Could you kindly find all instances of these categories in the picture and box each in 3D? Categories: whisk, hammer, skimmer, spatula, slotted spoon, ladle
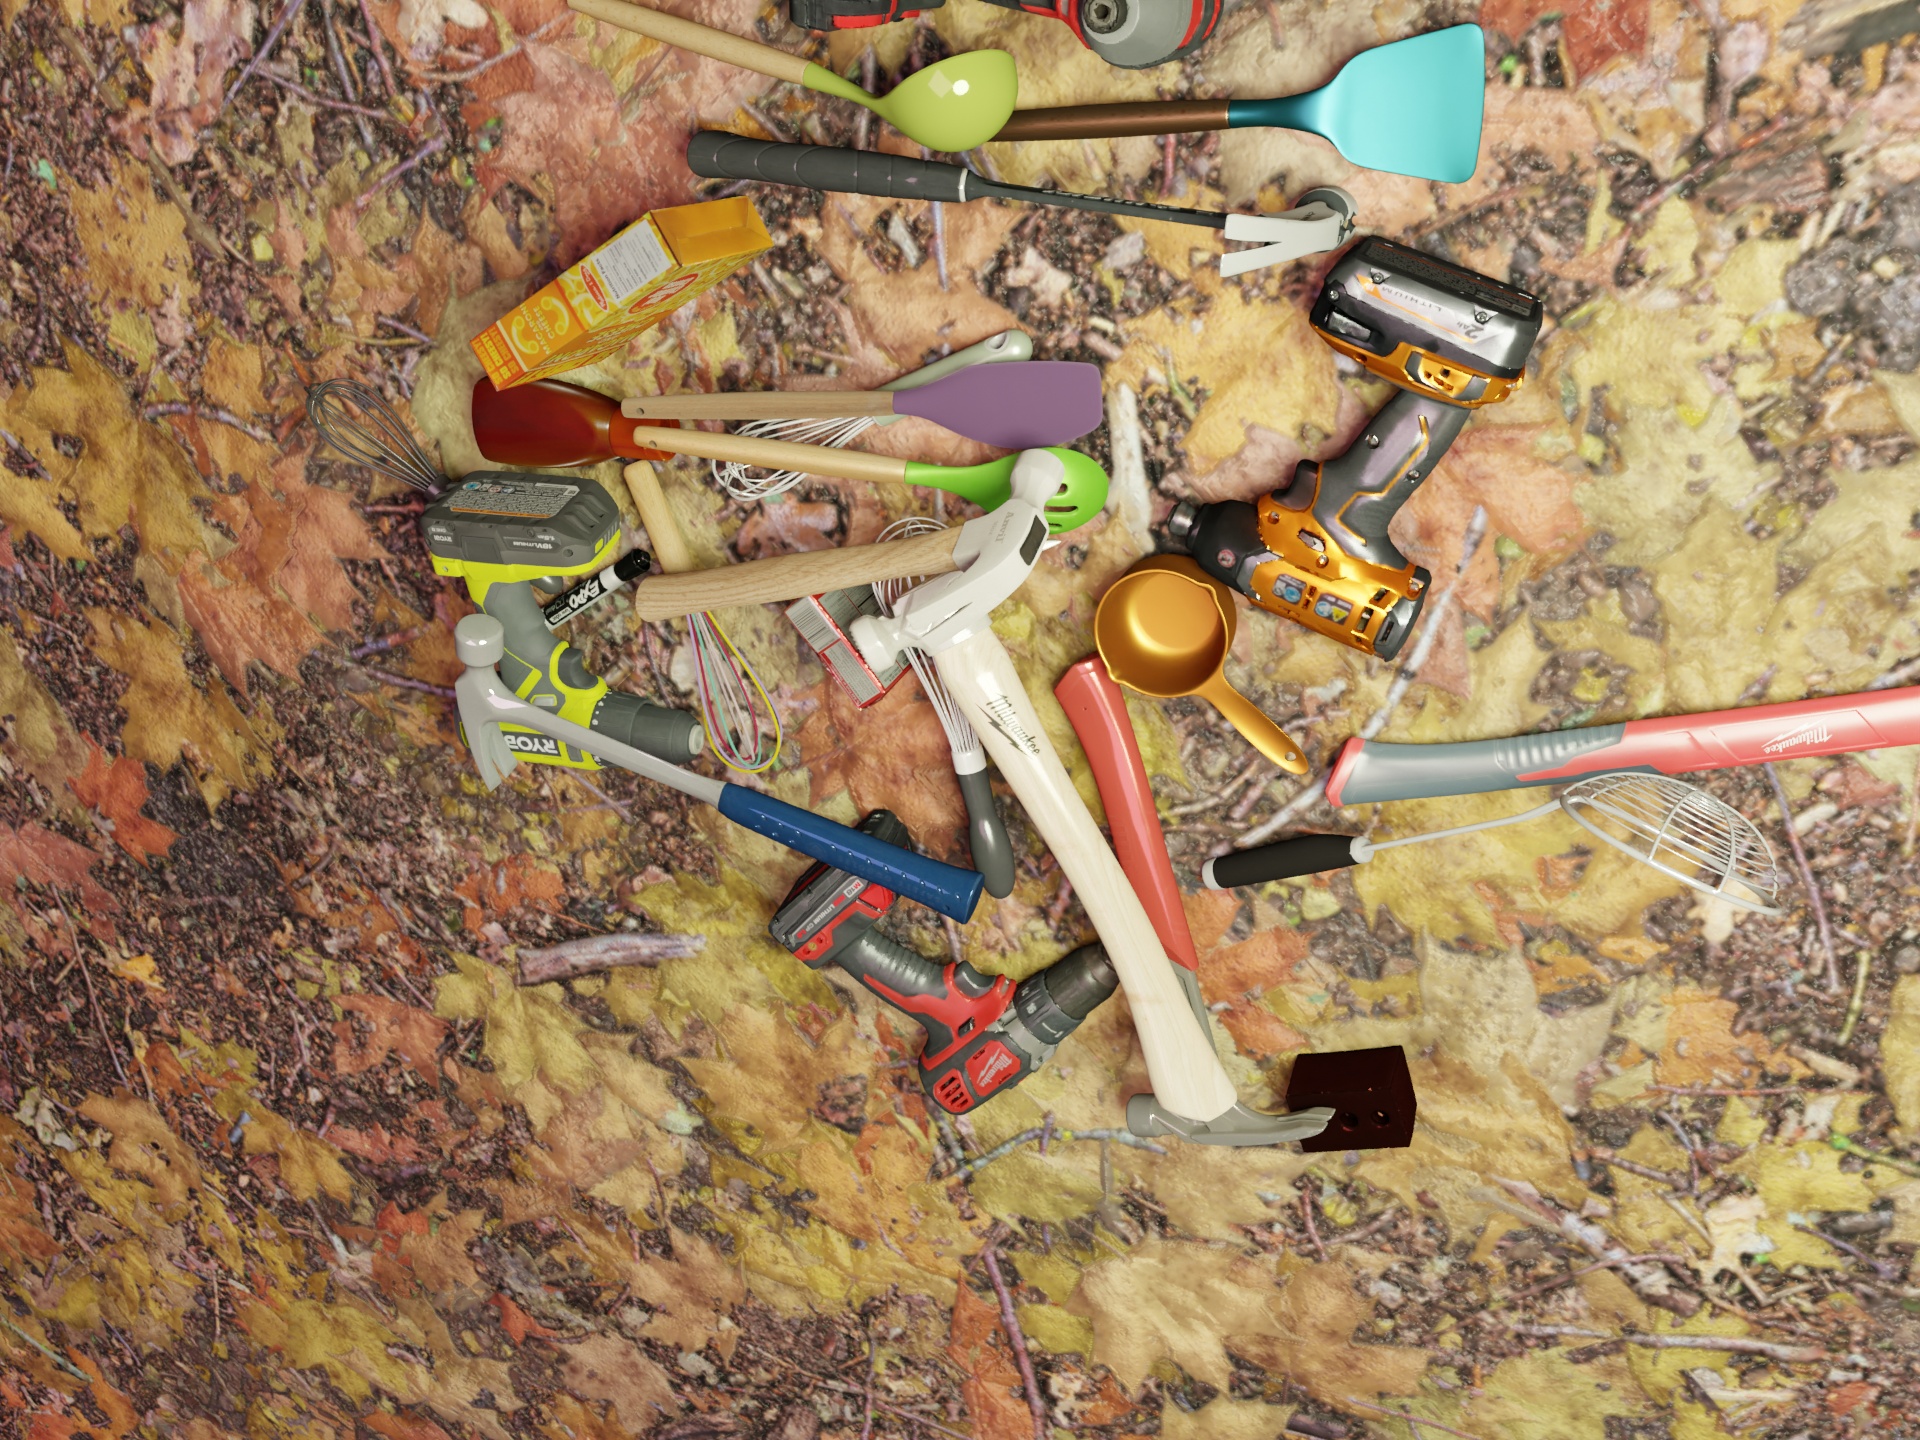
[{"bbox_3d":[-0.061,-0.202,1.054,0.246,0.058,0.059,-19,140,25],"label":"whisk"},{"bbox_3d":[0.420,0.030,0.970,0.386,0.038,0.143,-9,112,25],"label":"hammer"},{"bbox_3d":[-0.090,-0.095,1.035,0.331,0.130,0.031,-5,140,36],"label":"hammer"},{"bbox_3d":[-0.176,0.054,1.119,0.405,0.035,0.144,22,132,11],"label":"hammer"},{"bbox_3d":[0.015,-0.310,0.933,0.409,0.149,0.036,15,118,23],"label":"hammer"},{"bbox_3d":[0.306,0.099,0.985,0.363,0.127,0.090,-16,73,42],"label":"skimmer"},{"bbox_3d":[0.134,-0.348,0.918,0.317,0.044,0.082,7,116,24],"label":"spatula"},{"bbox_3d":[0.087,0.081,1.051,0.146,0.038,0.410,-28,100,3],"label":"hammer"},{"bbox_3d":[-0.395,-0.174,1.198,0.239,0.055,0.055,40,122,-5],"label":"whisk"},{"bbox_3d":[0.143,0.125,1.094,0.149,0.037,0.359,-10,102,32],"label":"hammer"},{"bbox_3d":[-0.195,-0.072,1.166,0.047,0.051,0.245,-13,105,32],"label":"whisk"},{"bbox_3d":[-0.061,-0.163,1.036,0.314,0.031,0.070,9,136,5],"label":"slotted spoon"},{"bbox_3d":[-0.067,-0.201,1.020,0.316,0.018,0.059,2,125,10],"label":"spatula"},{"bbox_3d":[-0.001,-0.004,1.099,0.070,0.070,0.284,-6,110,24],"label":"whisk"},{"bbox_3d":[-0.110,-0.410,0.962,0.320,0.078,0.062,25,111,20],"label":"ladle"}]

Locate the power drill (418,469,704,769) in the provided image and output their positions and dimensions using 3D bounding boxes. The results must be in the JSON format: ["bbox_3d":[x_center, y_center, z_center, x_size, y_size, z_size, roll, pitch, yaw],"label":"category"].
[{"bbox_3d":[-0.292,-0.061,1.169,0.190,0.080,0.228,6,127,13],"label":"power drill"}]

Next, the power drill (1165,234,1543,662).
[{"bbox_3d":[0.224,-0.160,0.936,0.164,0.084,0.226,24,124,10],"label":"power drill"}]

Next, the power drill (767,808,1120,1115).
[{"bbox_3d":[-0.008,0.173,1.185,0.226,0.080,0.188,45,114,-7],"label":"power drill"}]

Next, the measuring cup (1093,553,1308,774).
[{"bbox_3d":[0.166,-0.035,1.033,0.173,0.052,0.095,43,121,-4],"label":"measuring cup"}]

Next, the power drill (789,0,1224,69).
[{"bbox_3d":[0.024,-0.404,0.866,0.220,0.143,0.078,18,122,16],"label":"power drill"}]
